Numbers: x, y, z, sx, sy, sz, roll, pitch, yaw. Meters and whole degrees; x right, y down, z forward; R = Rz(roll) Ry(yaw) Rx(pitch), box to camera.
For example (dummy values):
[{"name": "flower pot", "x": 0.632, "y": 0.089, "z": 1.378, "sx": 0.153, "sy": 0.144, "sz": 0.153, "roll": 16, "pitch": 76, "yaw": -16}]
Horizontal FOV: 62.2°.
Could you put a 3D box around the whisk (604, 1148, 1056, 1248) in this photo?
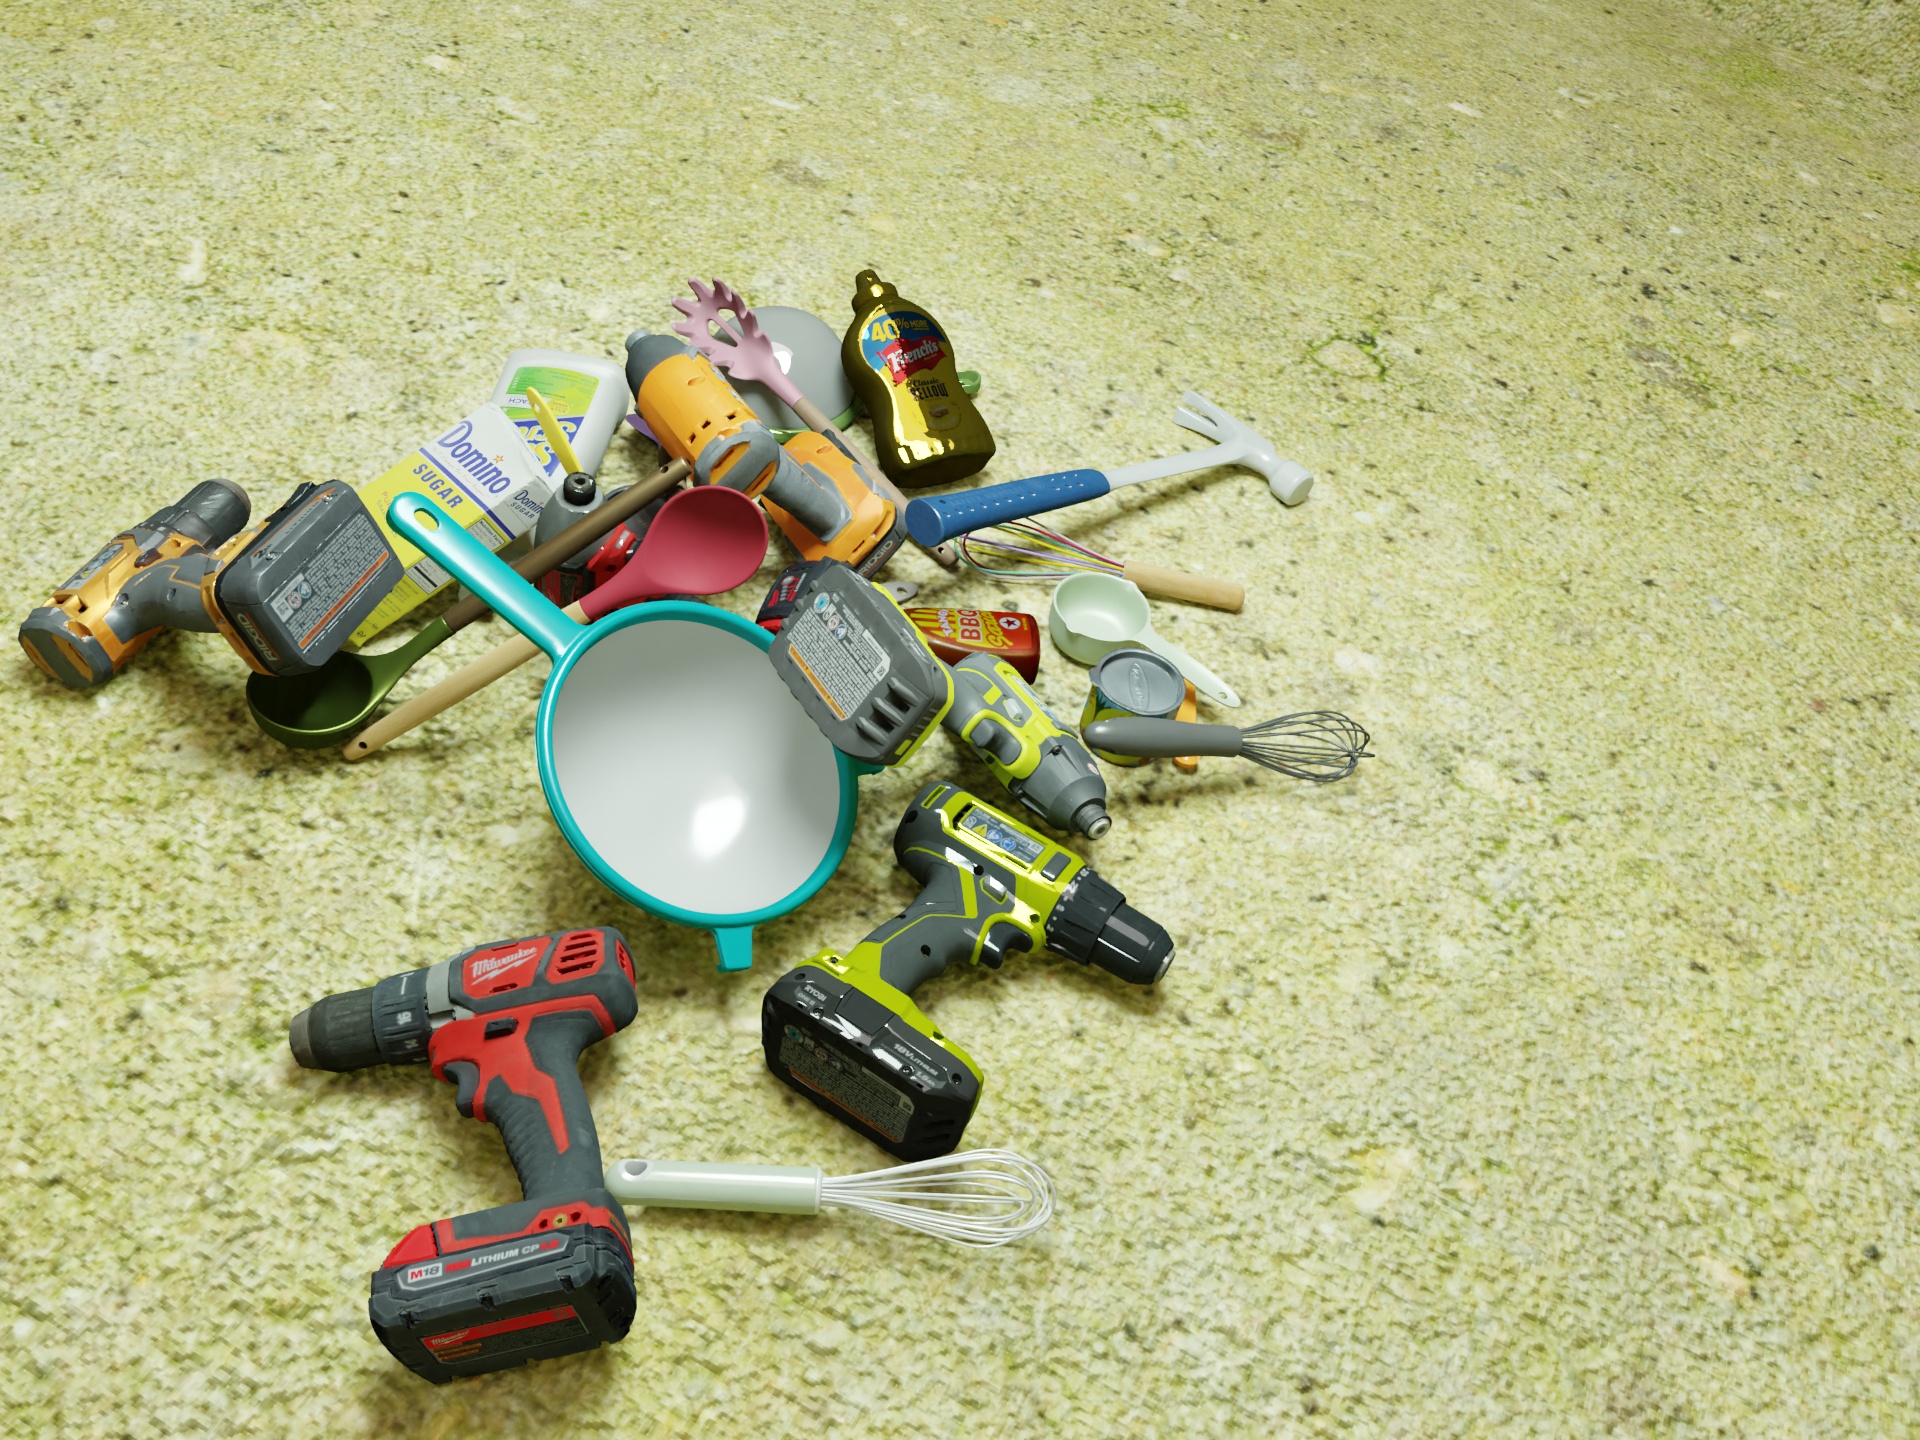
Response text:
[{"name": "whisk", "x": -0.070, "y": 0.257, "z": 0.865, "sx": 0.246, "sy": 0.059, "sz": 0.058, "roll": 4, "pitch": 23, "yaw": -3}]

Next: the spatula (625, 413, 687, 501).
[{"name": "spatula", "x": -0.217, "y": -0.197, "z": 1.173, "sx": 0.059, "sy": 0.018, "sz": 0.316, "roll": 15, "pitch": 15, "yaw": -17}]

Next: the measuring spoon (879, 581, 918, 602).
[{"name": "measuring spoon", "x": -0.083, "y": -0.084, "z": 1.204, "sx": 0.124, "sy": 0.018, "sz": 0.034, "roll": -18, "pitch": 57, "yaw": -36}]

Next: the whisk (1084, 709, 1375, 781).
[{"name": "whisk", "x": 0.192, "y": 0.016, "z": 1.120, "sx": 0.238, "sy": 0.055, "sz": 0.055, "roll": 3, "pitch": 46, "yaw": -26}]

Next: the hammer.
[{"name": "hammer", "x": 0.116, "y": -0.198, "z": 1.296, "sx": 0.405, "sy": 0.035, "sz": 0.144, "roll": -18, "pitch": 53, "yaw": -39}]

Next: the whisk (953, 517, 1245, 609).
[{"name": "whisk", "x": 0.108, "y": -0.122, "z": 1.262, "sx": 0.245, "sy": 0.047, "sz": 0.051, "roll": 12, "pitch": 45, "yaw": -6}]

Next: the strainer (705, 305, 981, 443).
[{"name": "strainer", "x": -0.103, "y": -0.310, "z": 1.367, "sx": 0.256, "sy": 0.069, "sz": 0.152, "roll": -3, "pitch": 49, "yaw": -14}]

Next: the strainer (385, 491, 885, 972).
[{"name": "strainer", "x": -0.223, "y": -0.003, "z": 0.980, "sx": 0.340, "sy": 0.095, "sz": 0.211, "roll": 41, "pitch": 50, "yaw": -10}]

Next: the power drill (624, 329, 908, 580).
[{"name": "power drill", "x": -0.148, "y": -0.195, "z": 1.154, "sx": 0.164, "sy": 0.084, "sz": 0.226, "roll": 51, "pitch": 11, "yaw": 30}]

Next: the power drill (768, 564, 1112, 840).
[{"name": "power drill", "x": -0.002, "y": -0.003, "z": 1.021, "sx": 0.223, "sy": 0.080, "sz": 0.171, "roll": 25, "pitch": 19, "yaw": -47}]

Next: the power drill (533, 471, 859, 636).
[{"name": "power drill", "x": -0.188, "y": -0.086, "z": 1.090, "sx": 0.219, "sy": 0.143, "sz": 0.079, "roll": 20, "pitch": 49, "yaw": 3}]

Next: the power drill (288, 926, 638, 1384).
[{"name": "power drill", "x": -0.260, "y": 0.216, "z": 0.830, "sx": 0.188, "sy": 0.080, "sz": 0.227, "roll": -11, "pitch": 48, "yaw": -4}]

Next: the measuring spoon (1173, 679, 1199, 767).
[{"name": "measuring spoon", "x": 0.166, "y": -0.005, "z": 1.189, "sx": 0.021, "sy": 0.011, "sz": 0.117, "roll": 10, "pitch": 43, "yaw": -5}]

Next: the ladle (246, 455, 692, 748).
[{"name": "ladle", "x": -0.313, "y": -0.083, "z": 1.017, "sx": 0.320, "sy": 0.062, "sz": 0.078, "roll": -33, "pitch": 56, "yaw": 4}]

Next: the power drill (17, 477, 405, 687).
[{"name": "power drill", "x": -0.474, "y": -0.101, "z": 1.036, "sx": 0.226, "sy": 0.084, "sz": 0.185, "roll": -2, "pitch": 41, "yaw": 26}]

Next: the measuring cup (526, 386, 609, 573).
[{"name": "measuring cup", "x": -0.282, "y": -0.163, "z": 1.141, "sx": 0.062, "sy": 0.156, "sz": 0.029, "roll": 8, "pitch": 40, "yaw": 45}]

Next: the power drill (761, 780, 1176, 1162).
[{"name": "power drill", "x": 0.007, "y": 0.150, "z": 0.961, "sx": 0.191, "sy": 0.080, "sz": 0.228, "roll": 30, "pitch": 45, "yaw": 16}]

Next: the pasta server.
[{"name": "pasta server", "x": -0.114, "y": -0.237, "z": 1.276, "sx": 0.316, "sy": 0.060, "sz": 0.040, "roll": 46, "pitch": 12, "yaw": 10}]

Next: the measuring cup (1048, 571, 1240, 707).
[{"name": "measuring cup", "x": 0.138, "y": -0.049, "z": 1.204, "sx": 0.168, "sy": 0.038, "sz": 0.083, "roll": 38, "pitch": 51, "yaw": 19}]

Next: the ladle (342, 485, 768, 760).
[{"name": "ladle", "x": -0.262, "y": -0.056, "z": 1.019, "sx": 0.315, "sy": 0.069, "sz": 0.031, "roll": -30, "pitch": 14, "yaw": 4}]
